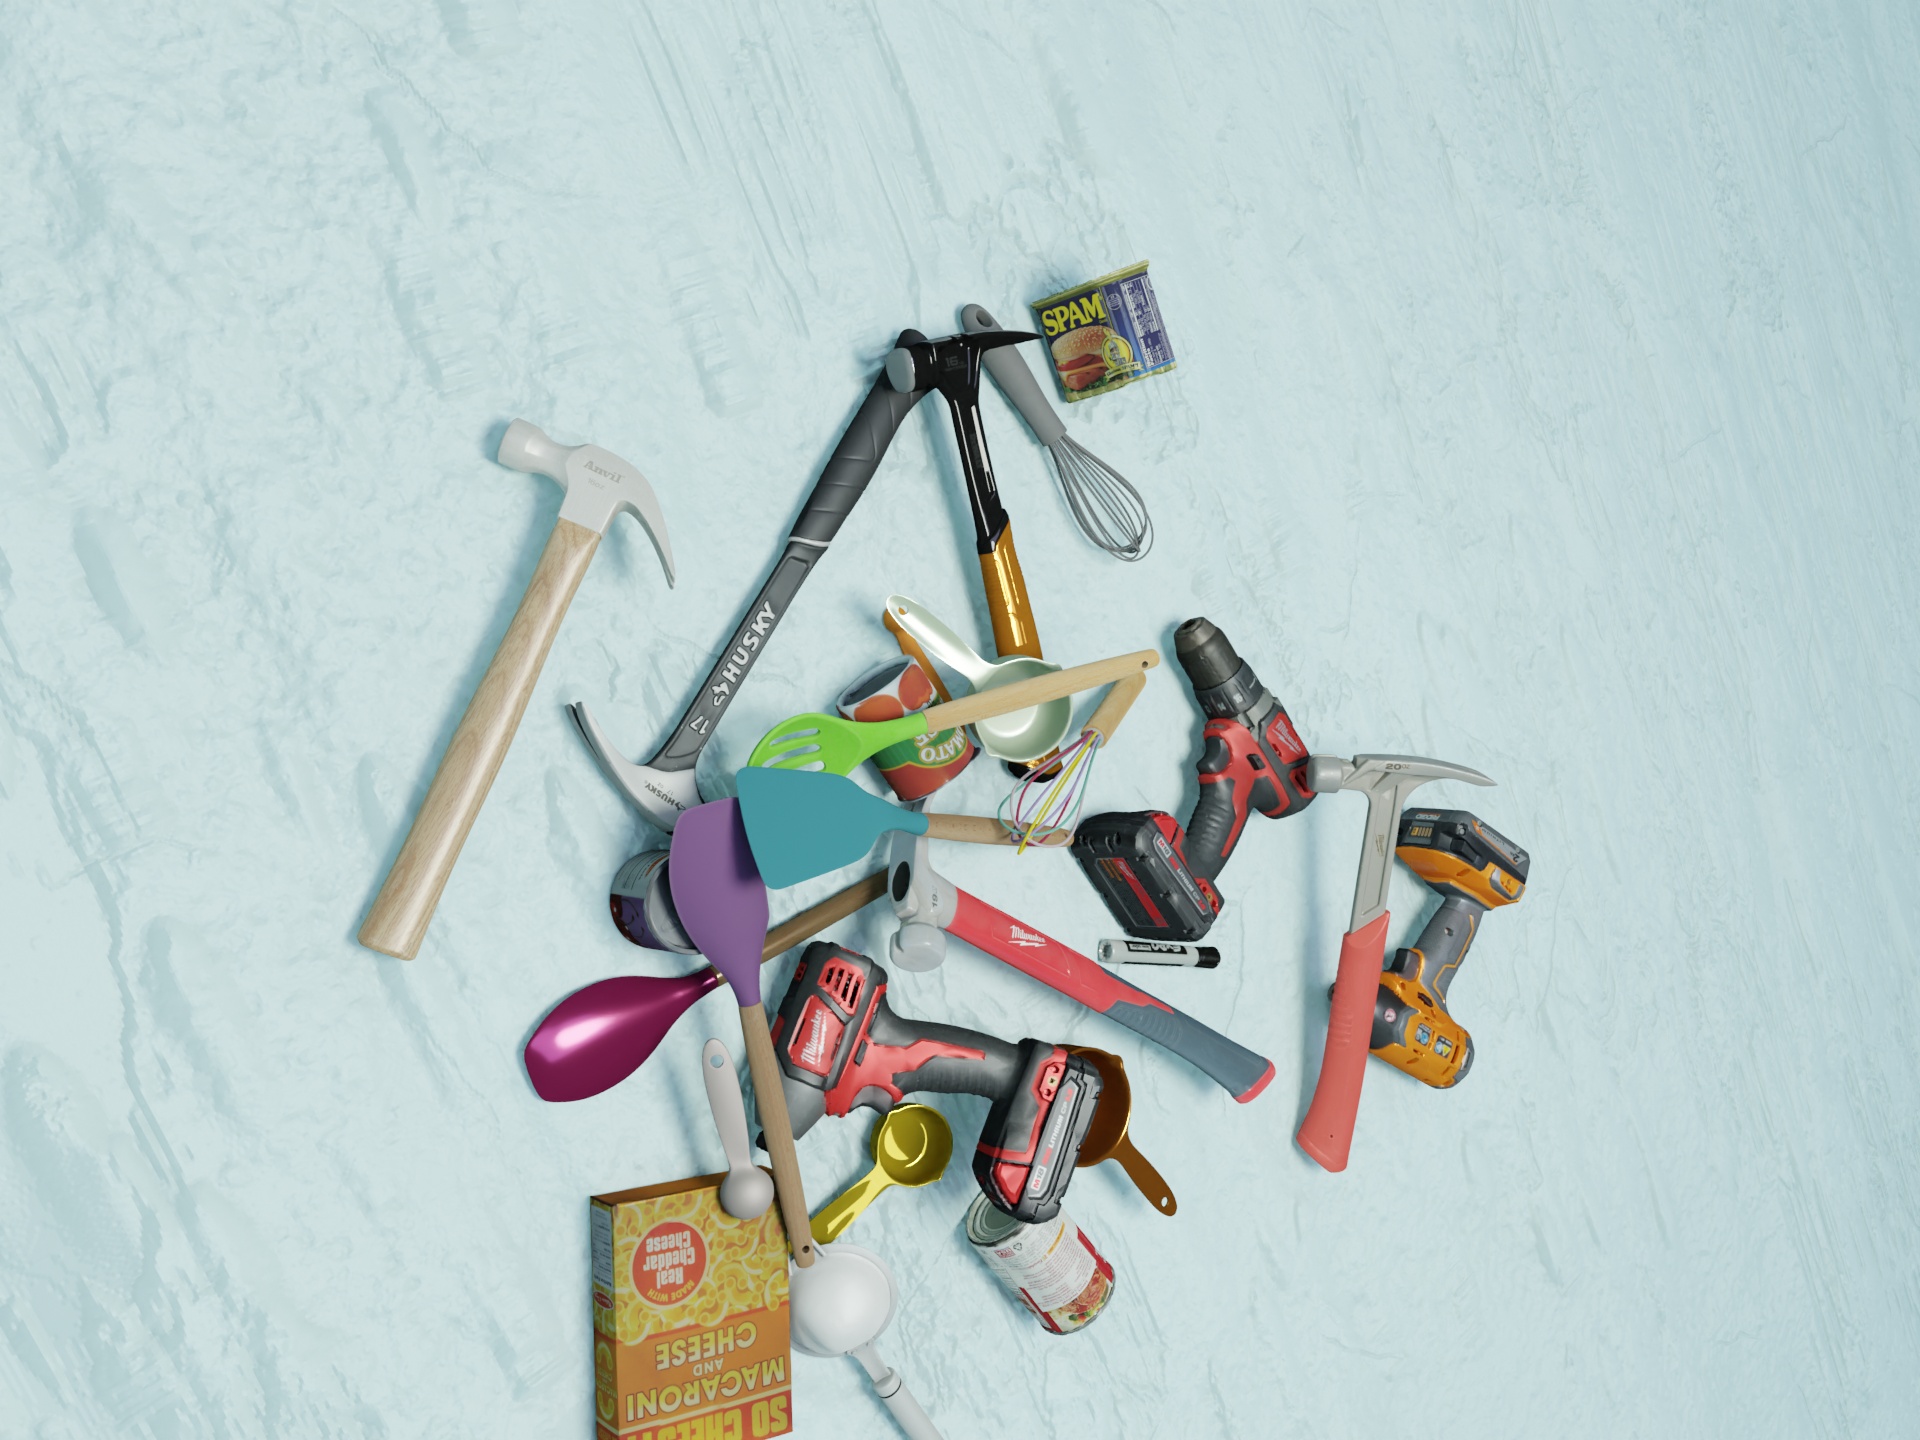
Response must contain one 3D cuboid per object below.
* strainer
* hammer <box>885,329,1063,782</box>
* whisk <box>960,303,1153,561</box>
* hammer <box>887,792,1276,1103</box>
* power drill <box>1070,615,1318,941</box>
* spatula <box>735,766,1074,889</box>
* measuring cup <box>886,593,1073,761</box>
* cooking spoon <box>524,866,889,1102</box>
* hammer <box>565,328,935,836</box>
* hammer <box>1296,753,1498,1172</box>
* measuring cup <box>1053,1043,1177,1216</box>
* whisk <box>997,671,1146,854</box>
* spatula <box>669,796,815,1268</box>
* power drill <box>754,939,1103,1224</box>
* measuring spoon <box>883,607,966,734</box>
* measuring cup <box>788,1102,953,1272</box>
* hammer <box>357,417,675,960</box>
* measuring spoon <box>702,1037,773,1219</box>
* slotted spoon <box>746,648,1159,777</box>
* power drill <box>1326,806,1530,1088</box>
[{"bbox_3d":[-0.053,0.449,1.091,0.087,0.050,0.258,-30,112,-2],"label":"strainer"},{"bbox_3d":[0.034,-0.118,1.178,0.127,0.034,0.336,-21,105,-35],"label":"hammer"},{"bbox_3d":[0.075,-0.222,1.229,0.055,0.055,0.238,-45,107,-28],"label":"whisk"},{"bbox_3d":[0.100,0.186,1.192,0.386,0.038,0.143,32,41,-30],"label":"hammer"},{"bbox_3d":[0.186,0.045,1.270,0.227,0.080,0.187,-46,113,-31],"label":"power drill"},{"bbox_3d":[-0.020,0.075,1.086,0.317,0.044,0.082,11,54,-52],"label":"spatula"},{"bbox_3d":[0.007,-0.037,1.135,0.167,0.038,0.083,39,87,-19],"label":"measuring cup"},{"bbox_3d":[-0.145,0.160,1.064,0.319,0.017,0.068,-27,107,-34],"label":"cooking spoon"},{"bbox_3d":[-0.118,-0.110,1.094,0.149,0.036,0.409,38,66,-26],"label":"hammer"},{"bbox_3d":[0.341,0.204,1.319,0.149,0.037,0.359,5,102,-2],"label":"hammer"},{"bbox_3d":[0.103,0.317,1.208,0.095,0.052,0.173,-50,115,-27],"label":"measuring cup"},{"bbox_3d":[0.089,0.025,1.186,0.245,0.051,0.047,-50,139,-51],"label":"whisk"},{"bbox_3d":[-0.131,0.204,1.009,0.059,0.018,0.316,-16,102,-23],"label":"spatula"},{"bbox_3d":[-0.028,0.252,1.073,0.219,0.078,0.143,24,76,-8],"label":"power drill"},{"bbox_3d":[-0.023,-0.033,1.167,0.021,0.011,0.117,-38,108,-31],"label":"measuring spoon"},{"bbox_3d":[-0.073,0.327,1.105,0.156,0.029,0.062,-39,101,-18],"label":"measuring cup"},{"bbox_3d":[-0.275,-0.014,0.963,0.130,0.031,0.331,22,78,-6],"label":"hammer"},{"bbox_3d":[-0.143,0.259,0.998,0.034,0.018,0.124,-13,102,-11],"label":"measuring spoon"},{"bbox_3d":[-0.002,-0.003,1.082,0.313,0.031,0.070,-16,120,-20],"label":"slotted spoon"},{"bbox_3d":[0.410,0.195,1.414,0.164,0.084,0.226,31,74,-29],"label":"power drill"}]
